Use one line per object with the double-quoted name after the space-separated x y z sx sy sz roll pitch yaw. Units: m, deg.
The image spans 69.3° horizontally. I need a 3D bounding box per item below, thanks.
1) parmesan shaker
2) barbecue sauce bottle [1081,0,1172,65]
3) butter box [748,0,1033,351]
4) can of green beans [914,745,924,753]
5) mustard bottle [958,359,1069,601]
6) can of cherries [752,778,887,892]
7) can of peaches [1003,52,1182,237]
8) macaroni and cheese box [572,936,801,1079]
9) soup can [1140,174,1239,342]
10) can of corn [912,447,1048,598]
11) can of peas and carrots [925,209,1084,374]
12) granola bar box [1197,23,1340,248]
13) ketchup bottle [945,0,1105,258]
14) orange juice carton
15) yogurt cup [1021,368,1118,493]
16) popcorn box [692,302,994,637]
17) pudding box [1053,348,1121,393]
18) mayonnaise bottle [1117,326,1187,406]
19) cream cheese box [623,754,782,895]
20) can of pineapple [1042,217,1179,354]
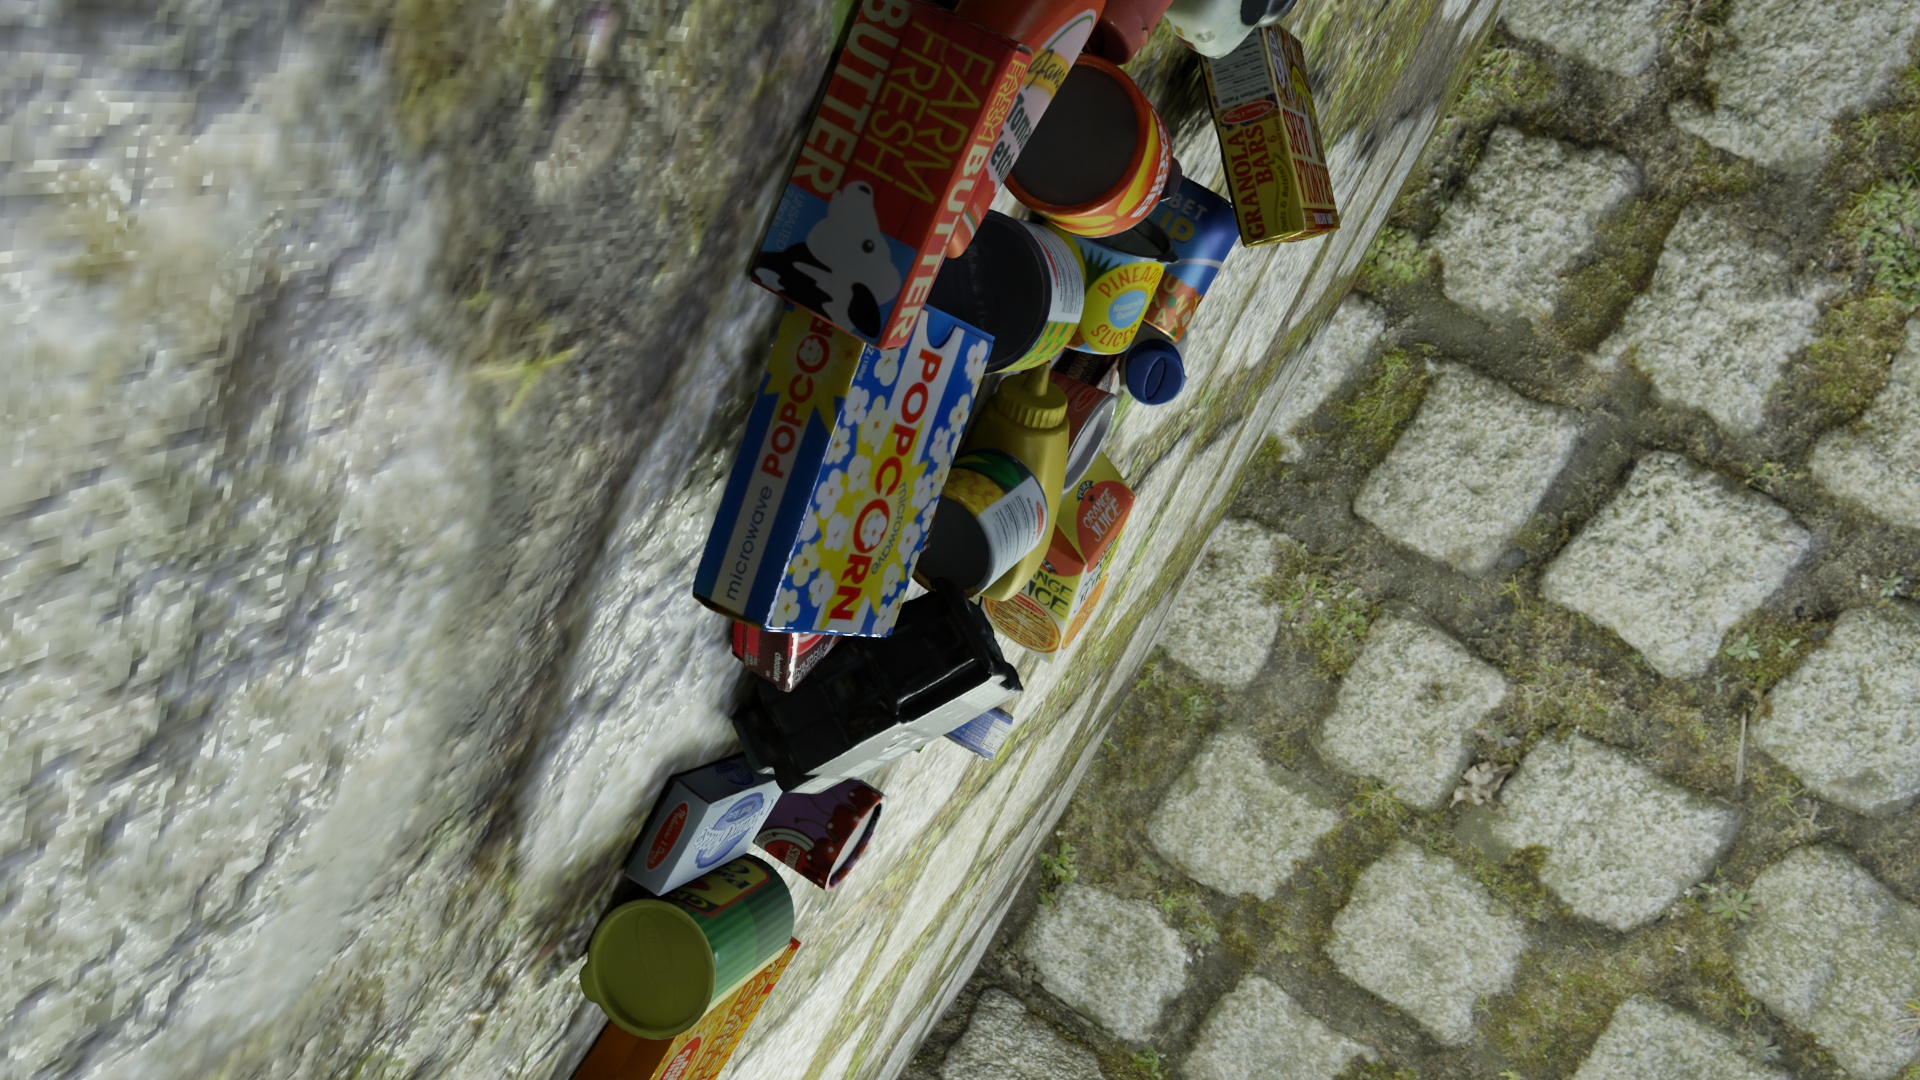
-0.135 0.201 0.702 0.071 0.071 0.103 -61 168 8 "parmesan shaker"
0.094 -0.264 0.570 0.148 0.044 0.064 -57 167 -8 "barbecue sauce bottle"
-0.023 -0.117 0.437 0.103 0.053 0.024 -64 168 18 "butter box"
-0.036 0.080 0.794 0.058 0.071 0.071 -58 167 -6 "can of green beans"
0.030 -0.042 0.784 0.049 0.065 0.159 -42 154 -52 "mustard bottle"
-0.085 0.166 0.817 0.072 0.058 0.071 -55 167 -20 "can of cherries"
0.054 -0.163 0.581 0.071 0.071 0.058 -62 166 11 "can of peaches"
-0.162 0.285 0.837 0.124 0.040 0.166 -57 166 -10 "macaroni and cheese box"
0.121 -0.172 0.832 0.083 0.071 0.071 -60 167 6 "soup can"
0.003 -0.009 0.747 0.058 0.071 0.070 -38 155 -50 "can of corn"
0.011 -0.102 0.576 0.070 0.071 0.059 -63 167 16 "can of peas and carrots"
0.186 -0.240 0.827 0.166 0.039 0.124 -29 106 -65 "granola bar box"
0.018 -0.175 0.484 0.149 0.043 0.064 -59 169 -2 "ketchup bottle"
0.070 0.005 1.011 0.072 0.073 0.191 -50 164 -31 "orange juice carton"
0.054 -0.069 0.830 0.072 0.054 0.072 -54 166 -20 "yogurt cup"
-0.041 -0.029 0.511 0.085 0.038 0.126 12 98 -61 "popcorn box"
0.076 -0.090 0.916 0.050 0.030 0.083 -53 166 -31 "pudding box"
0.126 -0.124 0.920 0.148 0.041 0.064 -73 180 -70 "mayonnaise bottle"
-0.124 0.138 0.690 0.053 0.024 0.104 -59 167 7 "cream cheese box"
0.068 -0.134 0.703 0.071 0.071 0.057 -41 158 -54 "can of pineapple"
